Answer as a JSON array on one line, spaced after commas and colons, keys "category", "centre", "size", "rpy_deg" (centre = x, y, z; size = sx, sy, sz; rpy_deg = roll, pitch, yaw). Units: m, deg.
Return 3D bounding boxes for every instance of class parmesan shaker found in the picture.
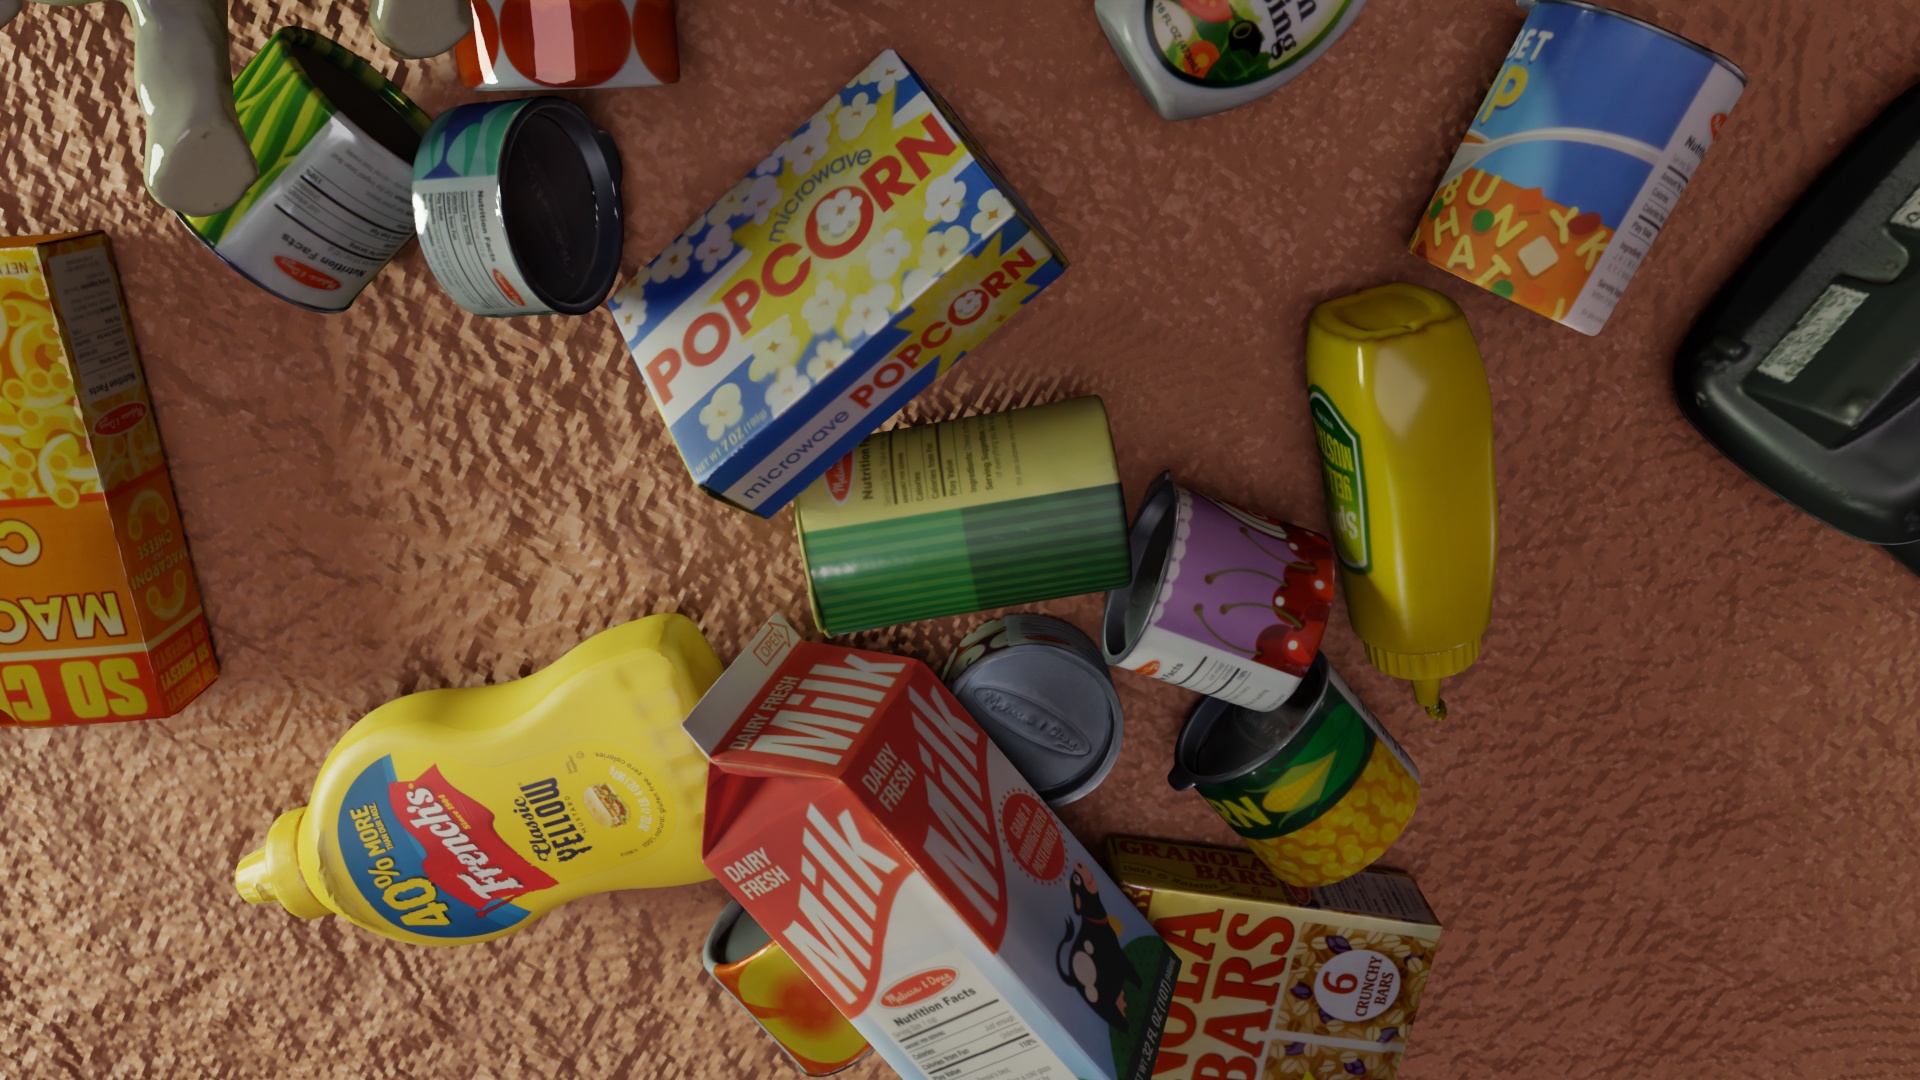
[{"category": "parmesan shaker", "centre": [0.002, -0.006, 0.464], "size": [0.103, 0.071, 0.071], "rpy_deg": [-9, 109, 2]}]

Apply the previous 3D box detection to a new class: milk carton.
[{"category": "milk carton", "centre": [-0.015, 0.113, 0.473], "size": [0.073, 0.073, 0.190], "rpy_deg": [-34, 101, 32]}]

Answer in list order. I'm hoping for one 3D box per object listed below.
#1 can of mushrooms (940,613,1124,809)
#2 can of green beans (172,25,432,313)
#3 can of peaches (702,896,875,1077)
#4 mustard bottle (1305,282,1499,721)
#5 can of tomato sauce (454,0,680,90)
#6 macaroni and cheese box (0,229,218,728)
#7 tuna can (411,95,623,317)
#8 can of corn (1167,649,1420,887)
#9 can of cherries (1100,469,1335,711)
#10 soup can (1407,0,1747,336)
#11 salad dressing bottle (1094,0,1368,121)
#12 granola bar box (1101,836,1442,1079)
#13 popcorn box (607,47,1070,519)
[{"category": "can of mushrooms", "centre": [0.024, 0.064, 0.507], "size": [0.071, 0.033, 0.070], "rpy_deg": [0, 109, -1]}, {"category": "can of green beans", "centre": [-0.198, -0.114, 0.428], "size": [0.057, 0.071, 0.071], "rpy_deg": [-42, 104, 12]}, {"category": "can of peaches", "centre": [-0.052, 0.153, 0.521], "size": [0.071, 0.071, 0.058], "rpy_deg": [-36, 105, 11]}, {"category": "mustard bottle", "centre": [0.152, -0.003, 0.470], "size": [0.049, 0.065, 0.159], "rpy_deg": [-14, 112, 0]}, {"category": "can of tomato sauce", "centre": [-0.118, -0.175, 0.405], "size": [0.071, 0.071, 0.082], "rpy_deg": [-2, 110, 0]}, {"category": "macaroni and cheese box", "centre": [-0.341, -0.016, 0.474], "size": [0.124, 0.040, 0.165], "rpy_deg": [-3, 109, 2]}, {"category": "tuna can", "centre": [-0.134, -0.104, 0.430], "size": [0.033, 0.071, 0.070], "rpy_deg": [1, 110, 17]}, {"category": "can of corn", "centre": [0.118, 0.082, 0.496], "size": [0.071, 0.071, 0.058], "rpy_deg": [-39, 105, 12]}, {"category": "can of cherries", "centre": [0.088, 0.017, 0.476], "size": [0.058, 0.072, 0.071], "rpy_deg": [18, 108, -6]}, {"category": "soup can", "centre": [0.186, -0.116, 0.431], "size": [0.071, 0.071, 0.083], "rpy_deg": [22, 108, -8]}, {"category": "salad dressing bottle", "centre": [0.113, -0.187, 0.417], "size": [0.147, 0.044, 0.064], "rpy_deg": [-33, 107, 10]}, {"category": "granola bar box", "centre": [0.106, 0.204, 0.553], "size": [0.124, 0.039, 0.165], "rpy_deg": [8, 109, -3]}, {"category": "popcorn box", "centre": [-0.042, -0.079, 0.431], "size": [0.126, 0.085, 0.038], "rpy_deg": [-39, 148, 12]}]
